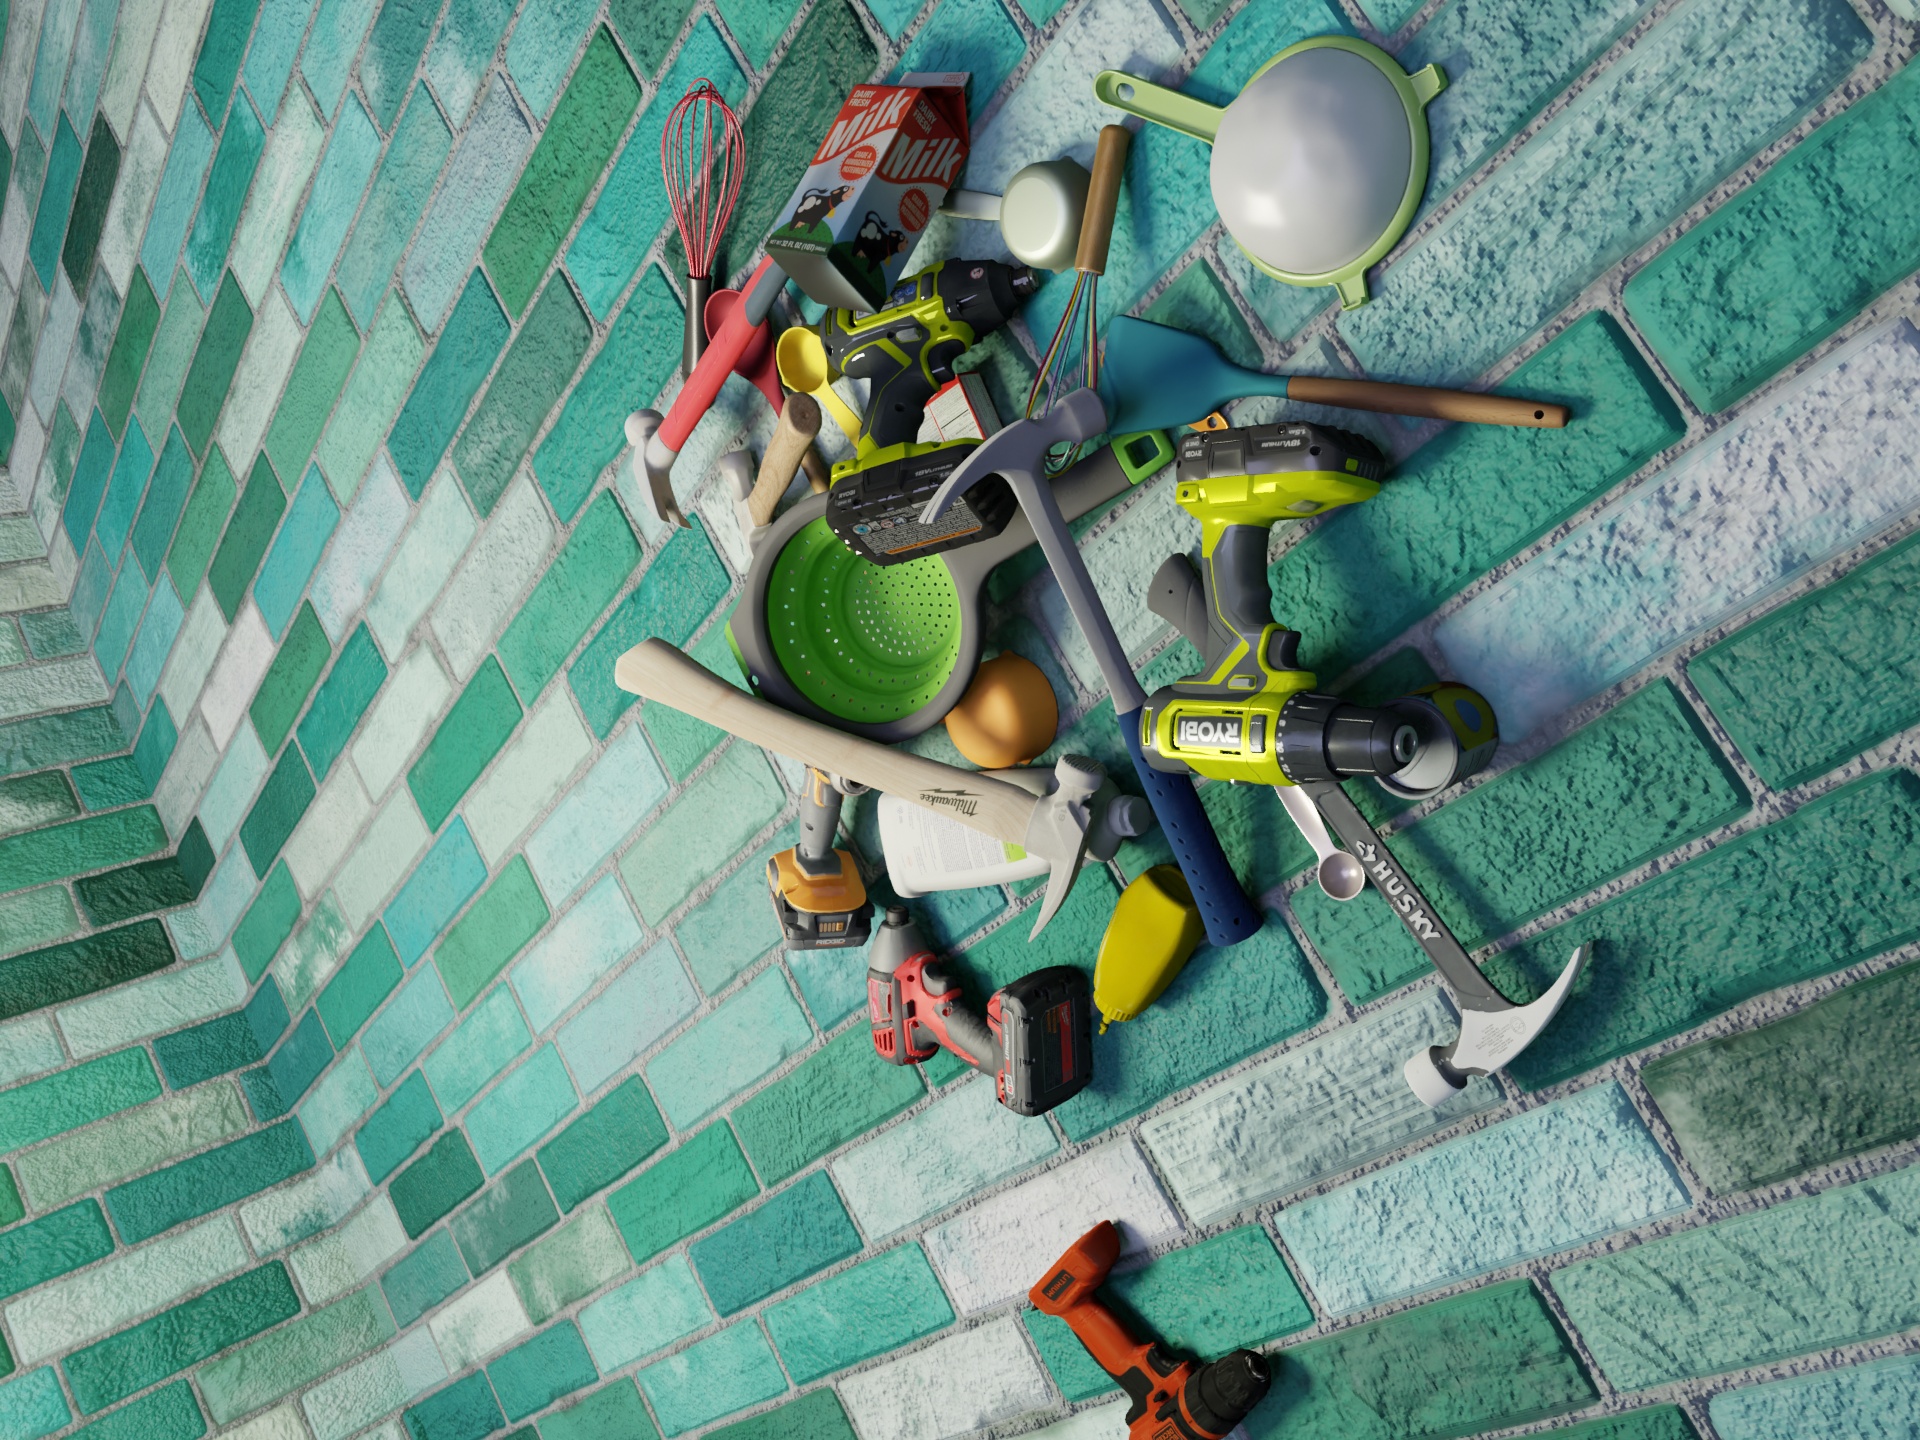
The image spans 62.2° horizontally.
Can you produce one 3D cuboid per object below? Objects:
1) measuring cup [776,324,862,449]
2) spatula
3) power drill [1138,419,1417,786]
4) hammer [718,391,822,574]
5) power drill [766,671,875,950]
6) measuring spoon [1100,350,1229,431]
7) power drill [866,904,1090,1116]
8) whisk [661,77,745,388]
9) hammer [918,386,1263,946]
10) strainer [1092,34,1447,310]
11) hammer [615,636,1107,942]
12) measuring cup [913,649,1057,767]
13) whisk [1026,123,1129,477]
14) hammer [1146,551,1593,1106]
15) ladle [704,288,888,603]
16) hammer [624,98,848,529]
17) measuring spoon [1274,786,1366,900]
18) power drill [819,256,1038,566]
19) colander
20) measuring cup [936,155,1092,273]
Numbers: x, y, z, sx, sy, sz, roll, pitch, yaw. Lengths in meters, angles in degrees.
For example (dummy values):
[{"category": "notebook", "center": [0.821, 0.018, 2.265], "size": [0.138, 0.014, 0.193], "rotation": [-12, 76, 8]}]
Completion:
[{"category": "measuring cup", "center": [-0.096, -0.268, 1.346], "size": [0.156, 0.029, 0.062], "rotation": [53, 133, 4]}, {"category": "spatula", "center": [0.231, -0.210, 1.025], "size": [0.318, 0.044, 0.082], "rotation": [16, 109, 39]}, {"category": "power drill", "center": [0.208, -0.070, 1.022], "size": [0.191, 0.080, 0.228], "rotation": [3, 90, 47]}, {"category": "hammer", "center": [-0.151, -0.198, 1.302], "size": [0.331, 0.031, 0.130], "rotation": [154, 99, -75]}, {"category": "power drill", "center": [-0.114, 0.088, 1.382], "size": [0.185, 0.084, 0.226], "rotation": [-128, 40, -63]}, {"category": "measuring spoon", "center": [0.146, -0.232, 1.127], "size": [0.117, 0.011, 0.021], "rotation": [38, 127, 26]}, {"category": "power drill", "center": [0.004, 0.244, 1.363], "size": [0.220, 0.078, 0.143], "rotation": [10, 109, 45]}, {"category": "whisk", "center": [-0.230, -0.412, 1.407], "size": [0.073, 0.073, 0.295], "rotation": [31, 128, 34]}, {"category": "hammer", "center": [0.111, -0.017, 1.112], "size": [0.405, 0.144, 0.035], "rotation": [64, 170, -15]}, {"category": "strainer", "center": [0.171, -0.373, 1.016], "size": [0.257, 0.069, 0.151], "rotation": [34, 124, 30]}, {"category": "hammer", "center": [-0.094, 0.035, 1.247], "size": [0.411, 0.038, 0.146], "rotation": [20, 108, 17]}, {"category": "measuring cup", "center": [-0.002, -0.004, 1.306], "size": [0.174, 0.052, 0.095], "rotation": [-2, 100, 42]}, {"category": "whisk", "center": [0.083, -0.292, 1.110], "size": [0.051, 0.047, 0.245], "rotation": [-131, 51, -81]}, {"category": "hammer", "center": [0.253, 0.049, 1.077], "size": [0.149, 0.036, 0.409], "rotation": [-44, 68, 28]}, {"category": "ladle", "center": [-0.138, -0.238, 1.387], "size": [0.069, 0.031, 0.315], "rotation": [-34, 80, 40]}, {"category": "hammer", "center": [-0.167, -0.337, 1.320], "size": [0.386, 0.038, 0.143], "rotation": [-50, 45, 29]}, {"category": "measuring spoon", "center": [0.248, 0.069, 1.117], "size": [0.034, 0.018, 0.124], "rotation": [-39, 68, 31]}, {"category": "power drill", "center": [-0.022, -0.237, 1.170], "size": [0.171, 0.080, 0.223], "rotation": [-12, 60, 23]}, {"category": "colander", "center": [0.001, -0.123, 1.246], "size": [0.397, 0.094, 0.204], "rotation": [-28, 90, 25]}, {"category": "measuring cup", "center": [0.028, -0.377, 1.174], "size": [0.168, 0.038, 0.083], "rotation": [20, 116, 36]}]
